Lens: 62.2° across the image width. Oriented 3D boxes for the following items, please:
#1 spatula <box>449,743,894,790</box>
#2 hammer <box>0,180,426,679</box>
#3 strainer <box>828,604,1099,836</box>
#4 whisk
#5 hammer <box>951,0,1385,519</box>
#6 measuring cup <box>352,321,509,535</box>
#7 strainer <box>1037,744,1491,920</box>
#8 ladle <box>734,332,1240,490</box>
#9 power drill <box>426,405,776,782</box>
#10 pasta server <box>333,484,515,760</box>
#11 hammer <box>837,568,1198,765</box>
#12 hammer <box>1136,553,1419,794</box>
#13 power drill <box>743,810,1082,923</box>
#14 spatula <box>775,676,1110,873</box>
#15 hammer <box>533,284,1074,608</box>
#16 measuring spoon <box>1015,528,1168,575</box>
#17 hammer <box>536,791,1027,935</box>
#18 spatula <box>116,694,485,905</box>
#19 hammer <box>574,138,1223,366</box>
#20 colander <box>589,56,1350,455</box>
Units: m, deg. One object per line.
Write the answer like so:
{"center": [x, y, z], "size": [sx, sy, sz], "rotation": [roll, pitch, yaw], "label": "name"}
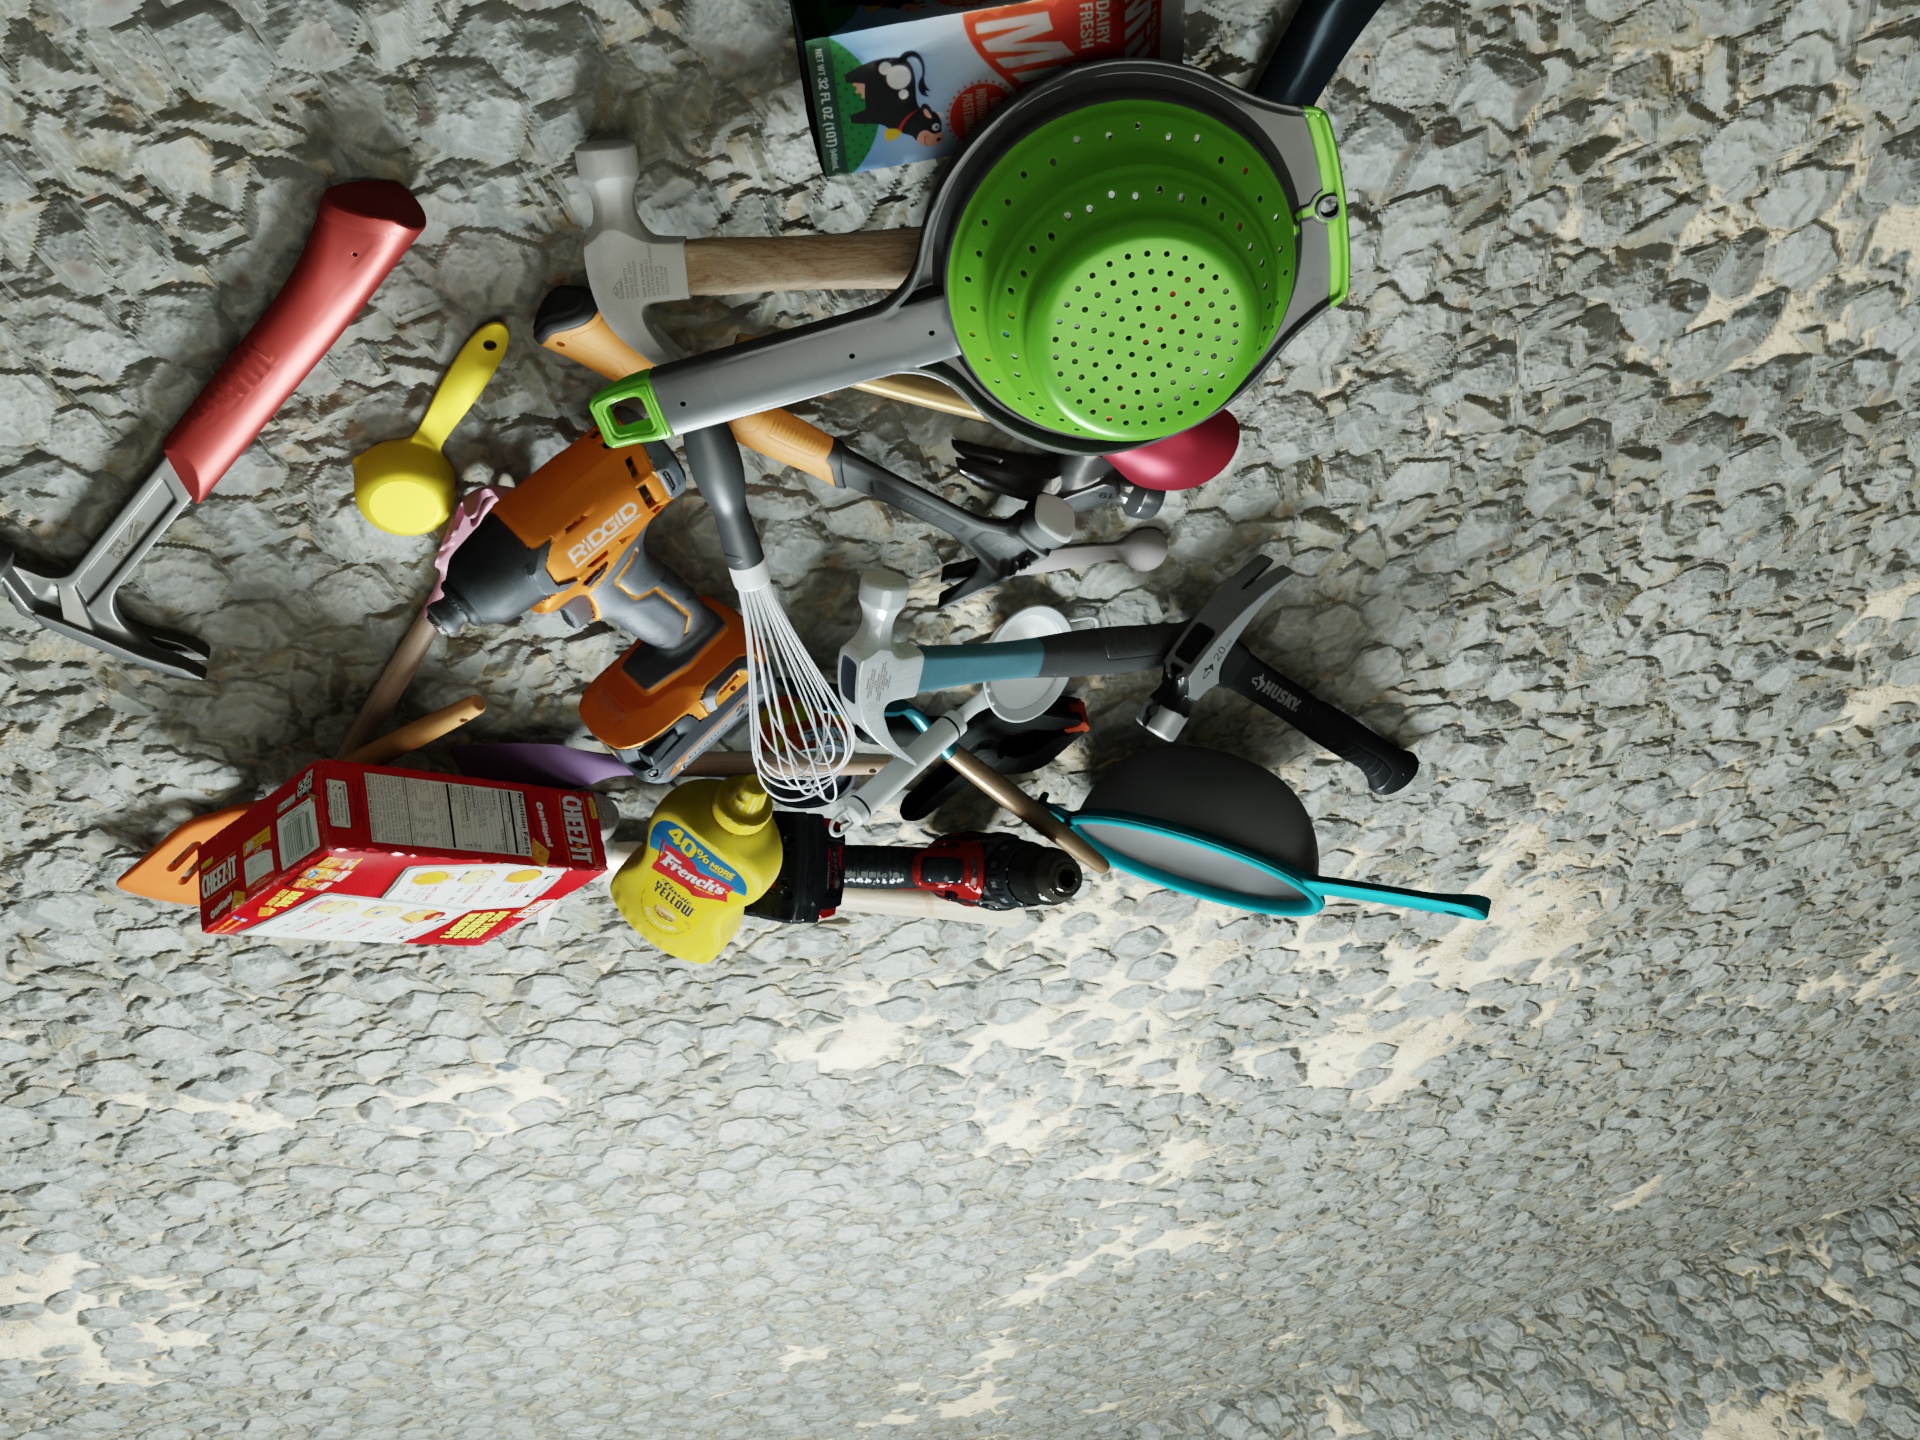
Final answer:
{"center": [-0.201, 0.032, 1.109], "size": [0.316, 0.018, 0.059], "rotation": [-1, 142, 9], "label": "spatula"}
{"center": [-0.401, -0.156, 0.877], "size": [0.359, 0.037, 0.149], "rotation": [-38, 135, 25], "label": "hammer"}
{"center": [-0.002, -0.003, 1.093], "size": [0.258, 0.050, 0.086], "rotation": [-42, 130, -30], "label": "strainer"}
{"center": [-0.118, -0.062, 0.958], "size": [0.070, 0.070, 0.284], "rotation": [-14, 126, -1], "label": "whisk"}
{"center": [0.125, -0.274, 0.897], "size": [0.143, 0.038, 0.386], "rotation": [8, 135, -22], "label": "hammer"}
{"center": [-0.296, -0.162, 0.904], "size": [0.062, 0.029, 0.156], "rotation": [20, 131, -34], "label": "measuring cup"}
{"center": [0.241, 0.081, 1.203], "size": [0.340, 0.095, 0.210], "rotation": [7, 161, 39], "label": "strainer"}
{"center": [0.023, -0.183, 0.929], "size": [0.315, 0.031, 0.069], "rotation": [10, 136, -18], "label": "ladle"}
{"center": [-0.214, -0.060, 0.961], "size": [0.164, 0.084, 0.226], "rotation": [-42, 146, -15], "label": "power drill"}
{"center": [-0.348, -0.044, 1.019], "size": [0.060, 0.040, 0.316], "rotation": [10, 136, -40], "label": "pasta server"}
{"center": [0.060, -0.044, 1.067], "size": [0.331, 0.033, 0.128], "rotation": [-7, 122, -38], "label": "hammer"}
{"center": [0.269, -0.010, 1.217], "size": [0.334, 0.035, 0.146], "rotation": [25, 100, -46], "label": "hammer"}
{"center": [-0.037, 0.111, 1.188], "size": [0.226, 0.080, 0.188], "rotation": [4, 176, -27], "label": "power drill"}
{"center": [0.002, 0.043, 1.159], "size": [0.317, 0.082, 0.044], "rotation": [37, 86, -33], "label": "spatula"}
{"center": [-0.097, -0.161, 0.947], "size": [0.336, 0.034, 0.127], "rotation": [24, 150, -30], "label": "hammer"}
{"center": [0.083, -0.108, 1.089], "size": [0.124, 0.018, 0.034], "rotation": [-8, 140, -7], "label": "measuring spoon"}
{"center": [-0.135, 0.141, 1.295], "size": [0.410, 0.038, 0.146], "rotation": [10, 135, -27], "label": "hammer"}
{"center": [-0.440, 0.054, 1.078], "size": [0.322, 0.041, 0.081], "rotation": [-23, 153, 25], "label": "spatula"}
{"center": [-0.027, -0.238, 0.826], "size": [0.331, 0.031, 0.130], "rotation": [-2, 118, 0], "label": "hammer"}
{"center": [0.004, -0.184, 0.782], "size": [0.397, 0.095, 0.204], "rotation": [-15, 128, 6], "label": "colander"}
